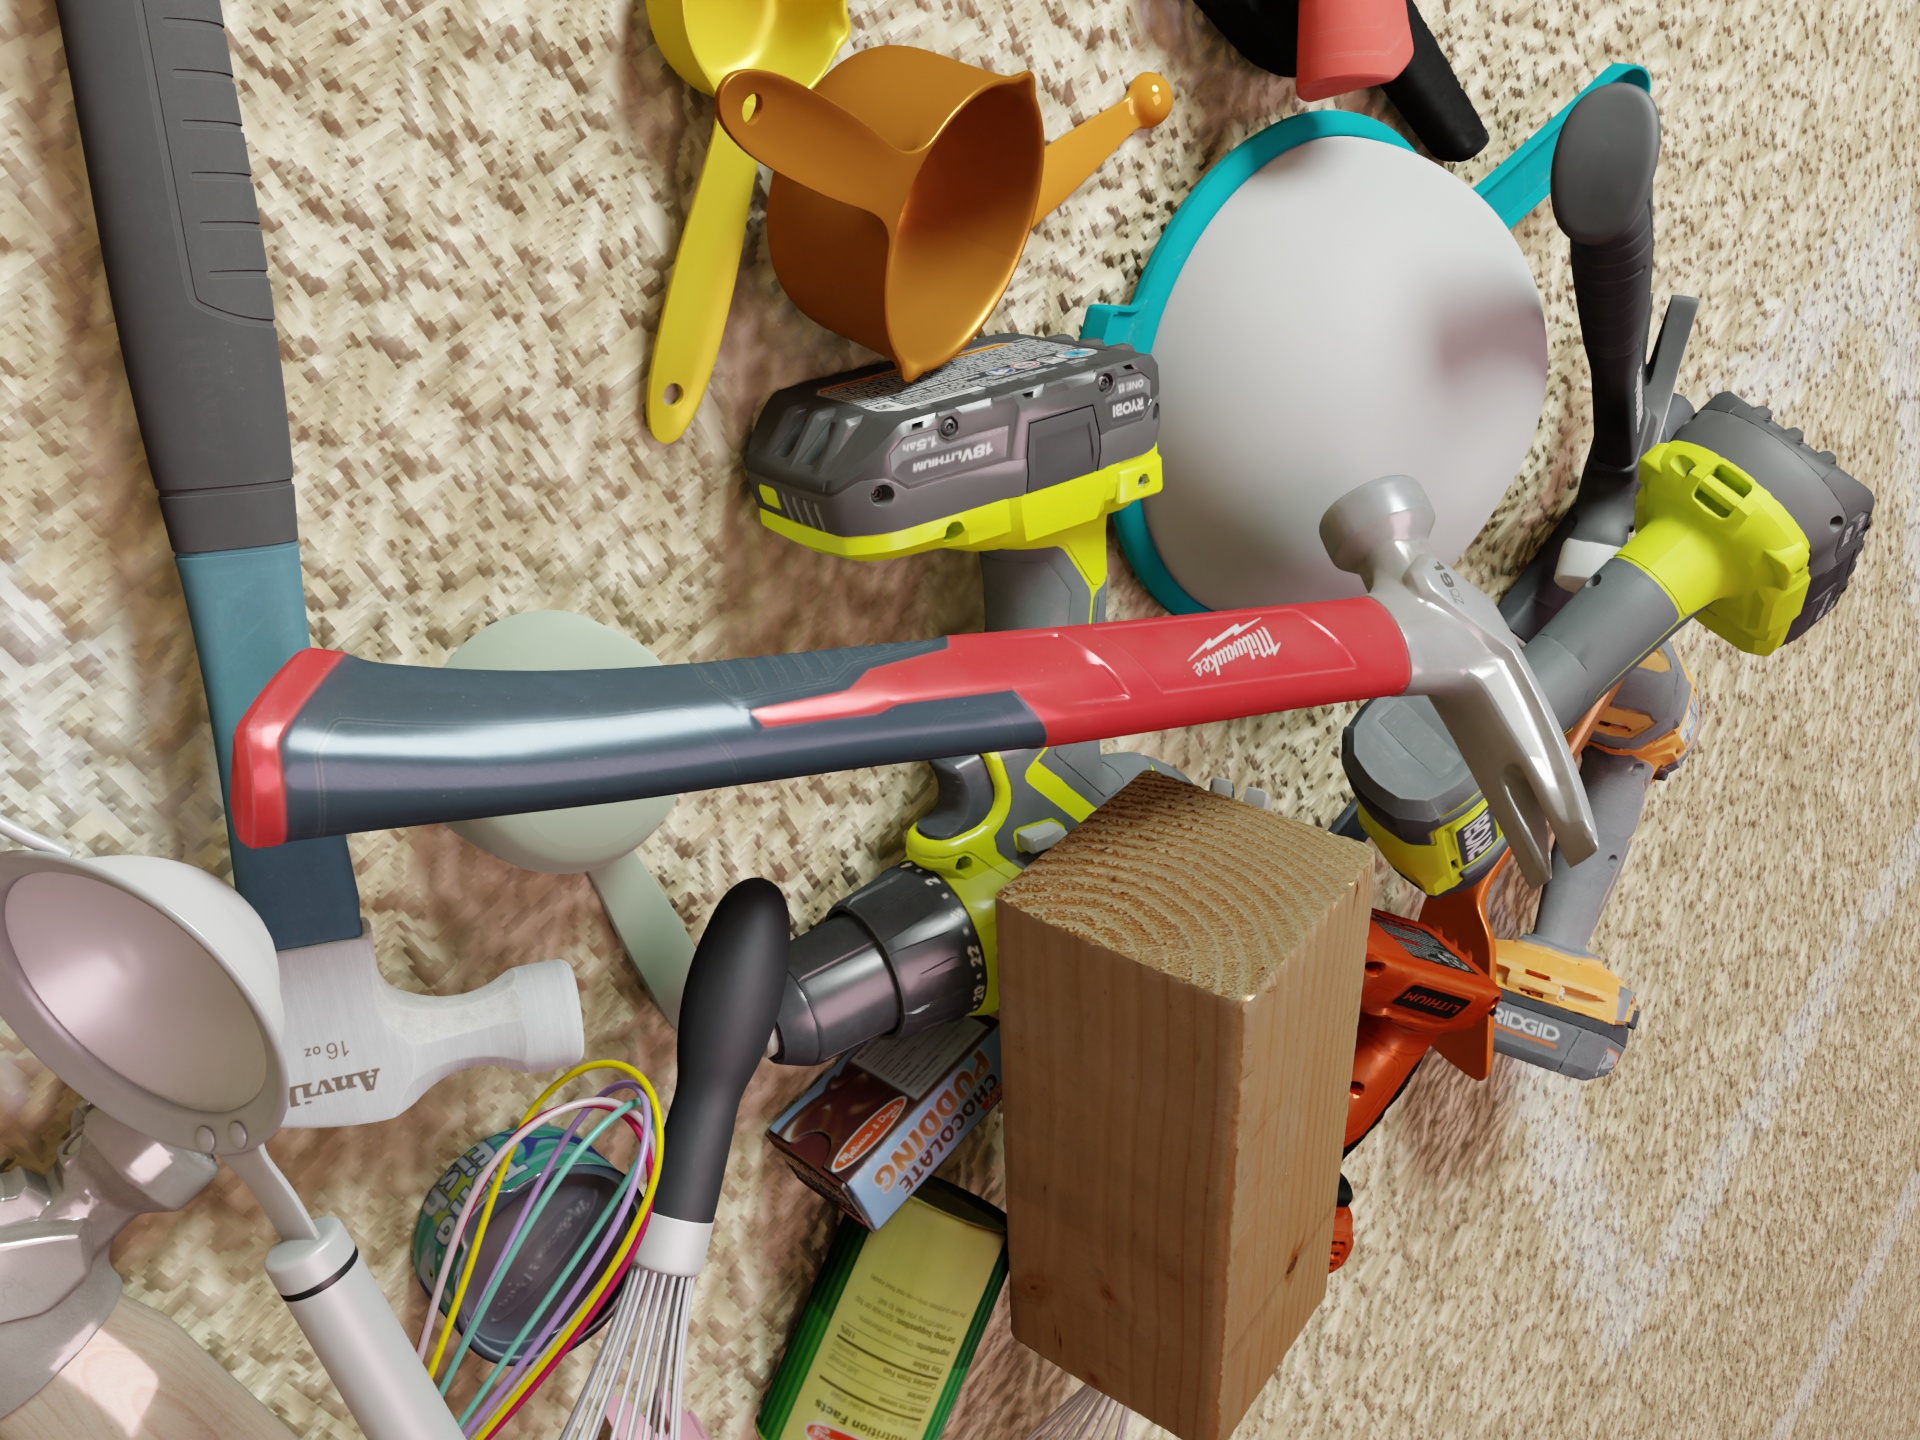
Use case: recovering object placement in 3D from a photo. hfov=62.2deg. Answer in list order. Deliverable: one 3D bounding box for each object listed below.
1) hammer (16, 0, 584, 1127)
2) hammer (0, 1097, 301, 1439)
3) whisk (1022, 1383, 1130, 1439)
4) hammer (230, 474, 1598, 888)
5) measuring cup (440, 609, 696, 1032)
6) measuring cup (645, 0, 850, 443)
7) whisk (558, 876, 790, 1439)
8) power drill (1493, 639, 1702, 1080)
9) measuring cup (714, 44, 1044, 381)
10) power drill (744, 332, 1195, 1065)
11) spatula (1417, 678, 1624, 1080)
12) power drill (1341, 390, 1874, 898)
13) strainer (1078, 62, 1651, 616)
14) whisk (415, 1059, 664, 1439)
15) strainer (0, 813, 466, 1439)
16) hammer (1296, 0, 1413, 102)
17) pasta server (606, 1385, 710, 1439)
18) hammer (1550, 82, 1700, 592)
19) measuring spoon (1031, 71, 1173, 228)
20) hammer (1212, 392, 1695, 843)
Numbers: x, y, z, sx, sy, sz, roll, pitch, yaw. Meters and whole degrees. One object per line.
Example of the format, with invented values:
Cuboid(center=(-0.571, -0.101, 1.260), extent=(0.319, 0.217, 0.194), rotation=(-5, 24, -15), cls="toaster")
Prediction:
Cuboid(center=(-0.174, -0.056, 0.381), extent=(0.128, 0.033, 0.331), rotation=(-9, 105, -21), cls="hammer")
Cuboid(center=(-0.168, 0.287, 0.480), extent=(0.146, 0.038, 0.410), rotation=(-45, 123, -21), cls="hammer")
Cuboid(center=(0.069, 0.274, 0.669), extent=(0.059, 0.058, 0.246), rotation=(-3, 121, -62), cls="whisk")
Cuboid(center=(0.013, 0.006, 0.436), extent=(0.386, 0.038, 0.143), rotation=(-7, 64, -30), cls="hammer")
Cuboid(center=(-0.101, 0.045, 0.487), extent=(0.083, 0.038, 0.167), rotation=(-38, 123, -27), cls="measuring cup")
Cuboid(center=(-0.076, -0.160, 0.465), extent=(0.062, 0.029, 0.156), rotation=(-3, 116, -46), cls="measuring cup")
Cuboid(center=(-0.094, 0.185, 0.465), extent=(0.070, 0.070, 0.285), rotation=(23, 75, -43), cls="whisk")
Cuboid(center=(0.346, 0.074, 0.864), extent=(0.185, 0.084, 0.226), rotation=(19, 88, -60), cls="power drill")
Cuboid(center=(-0.036, -0.153, 0.439), extent=(0.173, 0.052, 0.095), rotation=(-6, 122, -65), cls="measuring cup")
Cuboid(center=(-0.001, -0.002, 0.540), extent=(0.190, 0.080, 0.228), rotation=(-22, 119, -30), cls="power drill")
Cuboid(center=(0.297, 0.019, 0.773), extent=(0.041, 0.081, 0.322), rotation=(23, 100, -24), cls="spatula")
Cuboid(center=(0.265, -0.018, 0.678), extent=(0.223, 0.080, 0.171), rotation=(-41, 151, 2), cls="power drill")
Cuboid(center=(0.206, -0.164, 0.639), extent=(0.340, 0.095, 0.210), rotation=(-43, 133, -17), cls="strainer")
Cuboid(center=(-0.149, 0.201, 0.430), extent=(0.245, 0.047, 0.051), rotation=(-60, 174, -3), cls="whisk")
Cuboid(center=(-0.156, 0.118, 0.373), extent=(0.050, 0.087, 0.258), rotation=(-47, 120, -56), cls="strainer")
Cuboid(center=(0.122, -0.395, 0.524), extent=(0.149, 0.037, 0.359), rotation=(-7, 99, -41), cls="hammer")
Cuboid(center=(-0.072, 0.366, 0.623), extent=(0.060, 0.040, 0.315), rotation=(-41, 130, -26), cls="pasta server")
Cuboid(center=(0.266, -0.158, 0.642), extent=(0.334, 0.035, 0.146), rotation=(23, 83, -65), cls="hammer")
Cuboid(center=(0.039, -0.194, 0.559), extent=(0.117, 0.011, 0.021), rotation=(-44, 128, -23), cls="measuring spoon")
Cuboid(center=(0.260, -0.033, 0.793), extent=(0.409, 0.036, 0.149), rotation=(-46, 128, -22), cls="hammer")
